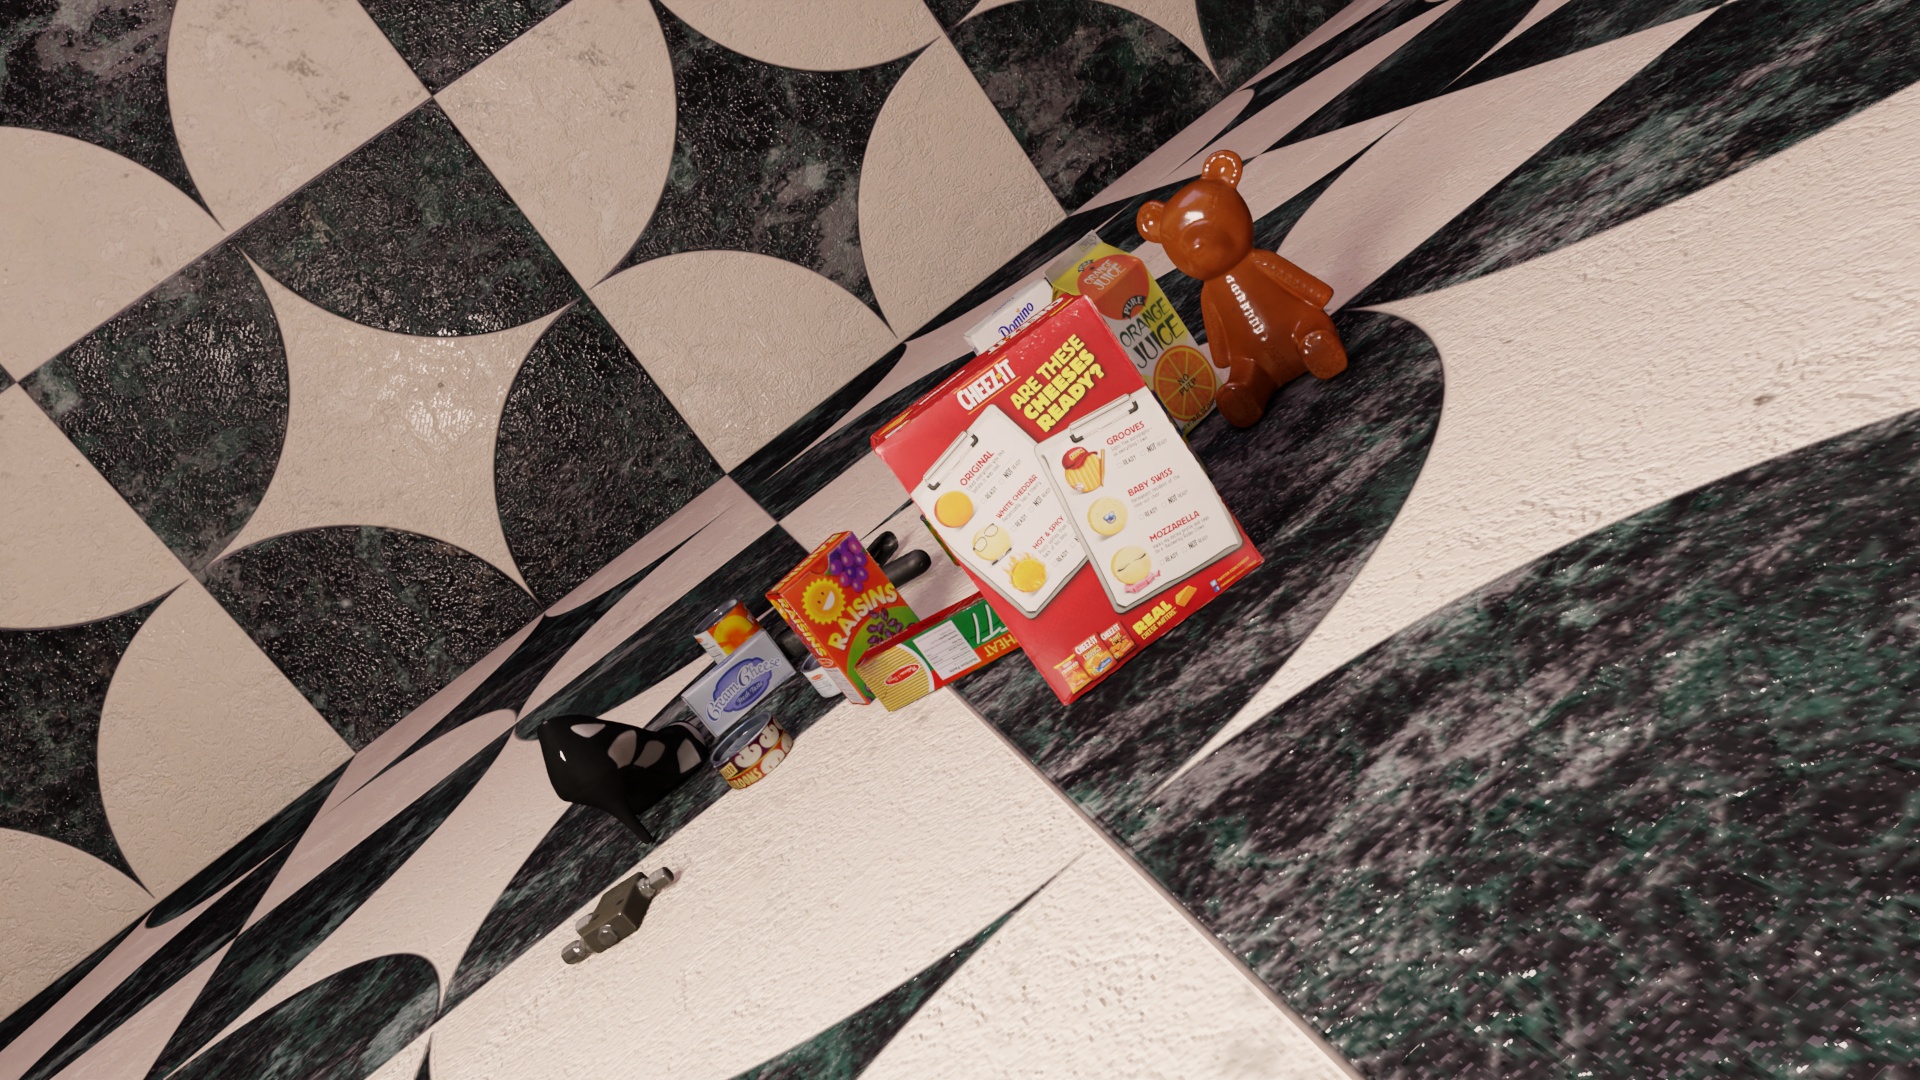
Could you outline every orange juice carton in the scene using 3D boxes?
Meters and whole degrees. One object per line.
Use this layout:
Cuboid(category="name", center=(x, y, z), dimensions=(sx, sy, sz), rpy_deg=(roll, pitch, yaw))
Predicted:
Cuboid(category="orange juice carton", center=(0.150, -0.182, 1.251), dimensions=(0.072, 0.192, 0.073), rpy_deg=(-42, 15, -22))

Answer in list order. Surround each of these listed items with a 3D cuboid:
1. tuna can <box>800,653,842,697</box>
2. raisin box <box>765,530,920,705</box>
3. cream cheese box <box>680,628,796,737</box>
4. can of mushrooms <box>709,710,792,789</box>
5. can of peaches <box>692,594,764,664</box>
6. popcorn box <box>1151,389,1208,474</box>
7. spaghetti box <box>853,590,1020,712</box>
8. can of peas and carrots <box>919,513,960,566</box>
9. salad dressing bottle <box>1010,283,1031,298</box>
Cuboid(category="tuna can", center=(-0.107, 0.107, 1.254), dimensions=(0.071, 0.032, 0.071), rpy_deg=(-34, 14, 10))
Cuboid(category="raisin box", center=(-0.092, 0.065, 1.170), dimensions=(0.086, 0.123, 0.040), rpy_deg=(-43, 15, -25))
Cuboid(category="cream cheese box", center=(-0.218, 0.140, 1.368), dimensions=(0.104, 0.053, 0.024), rpy_deg=(-40, 14, -15))
Cuboid(category="can of mushrooms", center=(-0.180, 0.181, 1.187), dimensions=(0.071, 0.033, 0.071), rpy_deg=(-34, 14, 10))
Cuboid(category="can of peaches", center=(-0.255, 0.105, 1.561), dimensions=(0.071, 0.058, 0.071), rpy_deg=(-34, 14, 10))
Cuboid(category="popcorn box", center=(0.123, -0.052, 1.118), dimensions=(0.126, 0.085, 0.038), rpy_deg=(-29, 15, 26))
Cuboid(category="spaghetti box", center=(0.030, 0.059, 1.051), dimensions=(0.249, 0.050, 0.029), rpy_deg=(-29, 16, 26))
Cuboid(category="can of peas and carrots", center=(0.005, -0.017, 1.337), dimensions=(0.071, 0.058, 0.071), rpy_deg=(-34, 14, 10))
Cuboid(category="salad dressing bottle", center=(0.109, -0.219, 1.559), dimensions=(0.064, 0.147, 0.044), rpy_deg=(-44, 16, -29))
